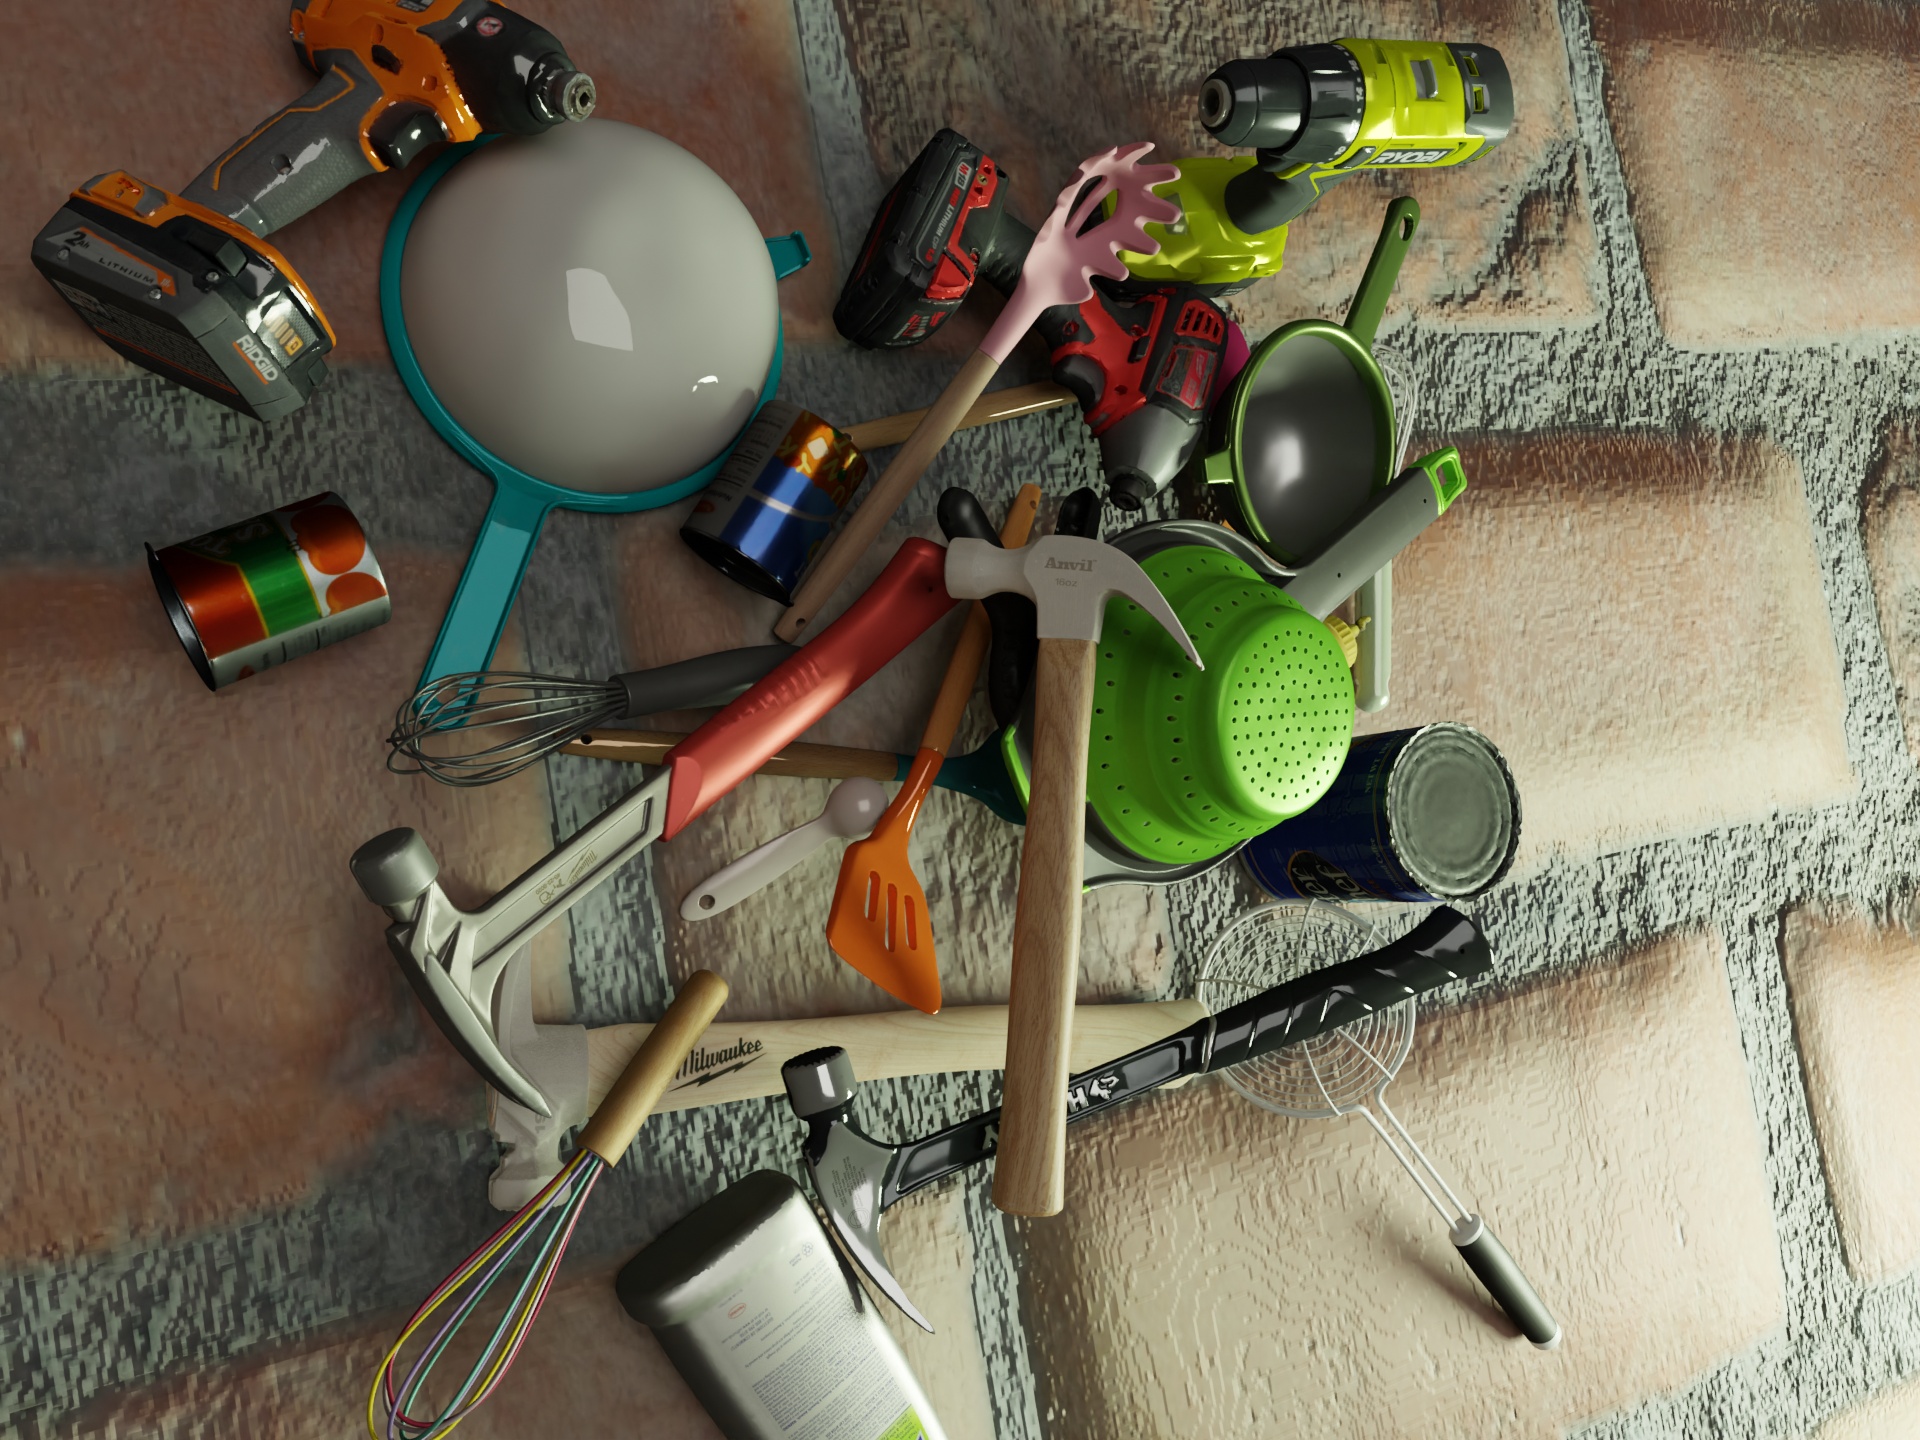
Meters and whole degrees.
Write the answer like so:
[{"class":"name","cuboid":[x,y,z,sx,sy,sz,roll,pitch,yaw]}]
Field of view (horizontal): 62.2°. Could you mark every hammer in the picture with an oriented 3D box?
[{"class":"hammer","cuboid":[-0.113,0.024,0.782,0.359,0.037,0.149,-41,120,-32]},{"class":"hammer","cuboid":[0.047,0.075,0.783,0.130,0.031,0.331,3,87,16]},{"class":"hammer","cuboid":[-0.041,0.164,0.847,0.410,0.038,0.146,2,81,-28]},{"class":"hammer","cuboid":[0.116,0.185,0.848,0.409,0.036,0.149,-17,91,-19]}]

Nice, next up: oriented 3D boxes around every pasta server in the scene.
[{"class":"pasta server","cuboid":[0.001,-0.166,0.833,0.060,0.040,0.316,32,99,-34]}]

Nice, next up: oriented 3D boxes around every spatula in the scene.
[{"class":"spatula","cuboid":[-0.001,-0.003,0.848,0.081,0.041,0.323,40,56,-32]},{"class":"spatula","cuboid":[-0.056,0.019,0.853,0.317,0.044,0.082,5,73,-26]}]

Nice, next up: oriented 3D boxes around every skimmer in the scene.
[{"class":"skimmer","cuboid":[0.277,0.263,0.995,0.127,0.090,0.363,-36,115,5]}]

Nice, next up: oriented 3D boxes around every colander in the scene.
[{"class":"colander","cuboid":[0.199,-0.051,0.889,0.397,0.094,0.204,-38,116,-28]}]

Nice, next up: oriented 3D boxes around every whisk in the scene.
[{"class":"whisk","cuboid":[-0.168,-0.009,0.784,0.239,0.055,0.055,-14,90,-41]},{"class":"whisk","cuboid":[0.270,-0.128,1.045,0.059,0.057,0.246,1,85,7]},{"class":"whisk","cuboid":[-0.181,0.214,0.719,0.047,0.051,0.245,39,62,-10]}]

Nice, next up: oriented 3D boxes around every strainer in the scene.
[{"class":"strainer","cuboid":[0.217,-0.214,0.990,0.151,0.069,0.256,33,74,-35]},{"class":"strainer","cuboid":[-0.191,-0.158,0.777,0.210,0.095,0.340,23,72,-23]}]

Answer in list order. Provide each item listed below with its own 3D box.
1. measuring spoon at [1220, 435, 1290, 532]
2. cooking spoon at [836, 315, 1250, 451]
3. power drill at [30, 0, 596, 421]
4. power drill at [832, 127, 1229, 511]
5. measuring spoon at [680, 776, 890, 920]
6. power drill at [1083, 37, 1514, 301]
[{"class":"measuring spoon","cuboid":[0.185,-0.147,1.021,0.021,0.011,0.117,41,64,-16]},{"class":"cooking spoon","cuboid":[0.055,-0.196,0.953,0.319,0.017,0.069,-19,90,-28]},{"class":"power drill","cuboid":[-0.278,-0.246,0.714,0.164,0.084,0.226,24,68,22]},{"class":"power drill","cuboid":[0.048,-0.219,0.906,0.219,0.078,0.143,28,65,-19]},{"class":"measuring spoon","cuboid":[-0.090,0.071,0.825,0.124,0.018,0.034,-31,111,-10]},{"class":"power drill","cuboid":[0.170,-0.316,0.909,0.190,0.228,0.080,-12,89,-28]}]
